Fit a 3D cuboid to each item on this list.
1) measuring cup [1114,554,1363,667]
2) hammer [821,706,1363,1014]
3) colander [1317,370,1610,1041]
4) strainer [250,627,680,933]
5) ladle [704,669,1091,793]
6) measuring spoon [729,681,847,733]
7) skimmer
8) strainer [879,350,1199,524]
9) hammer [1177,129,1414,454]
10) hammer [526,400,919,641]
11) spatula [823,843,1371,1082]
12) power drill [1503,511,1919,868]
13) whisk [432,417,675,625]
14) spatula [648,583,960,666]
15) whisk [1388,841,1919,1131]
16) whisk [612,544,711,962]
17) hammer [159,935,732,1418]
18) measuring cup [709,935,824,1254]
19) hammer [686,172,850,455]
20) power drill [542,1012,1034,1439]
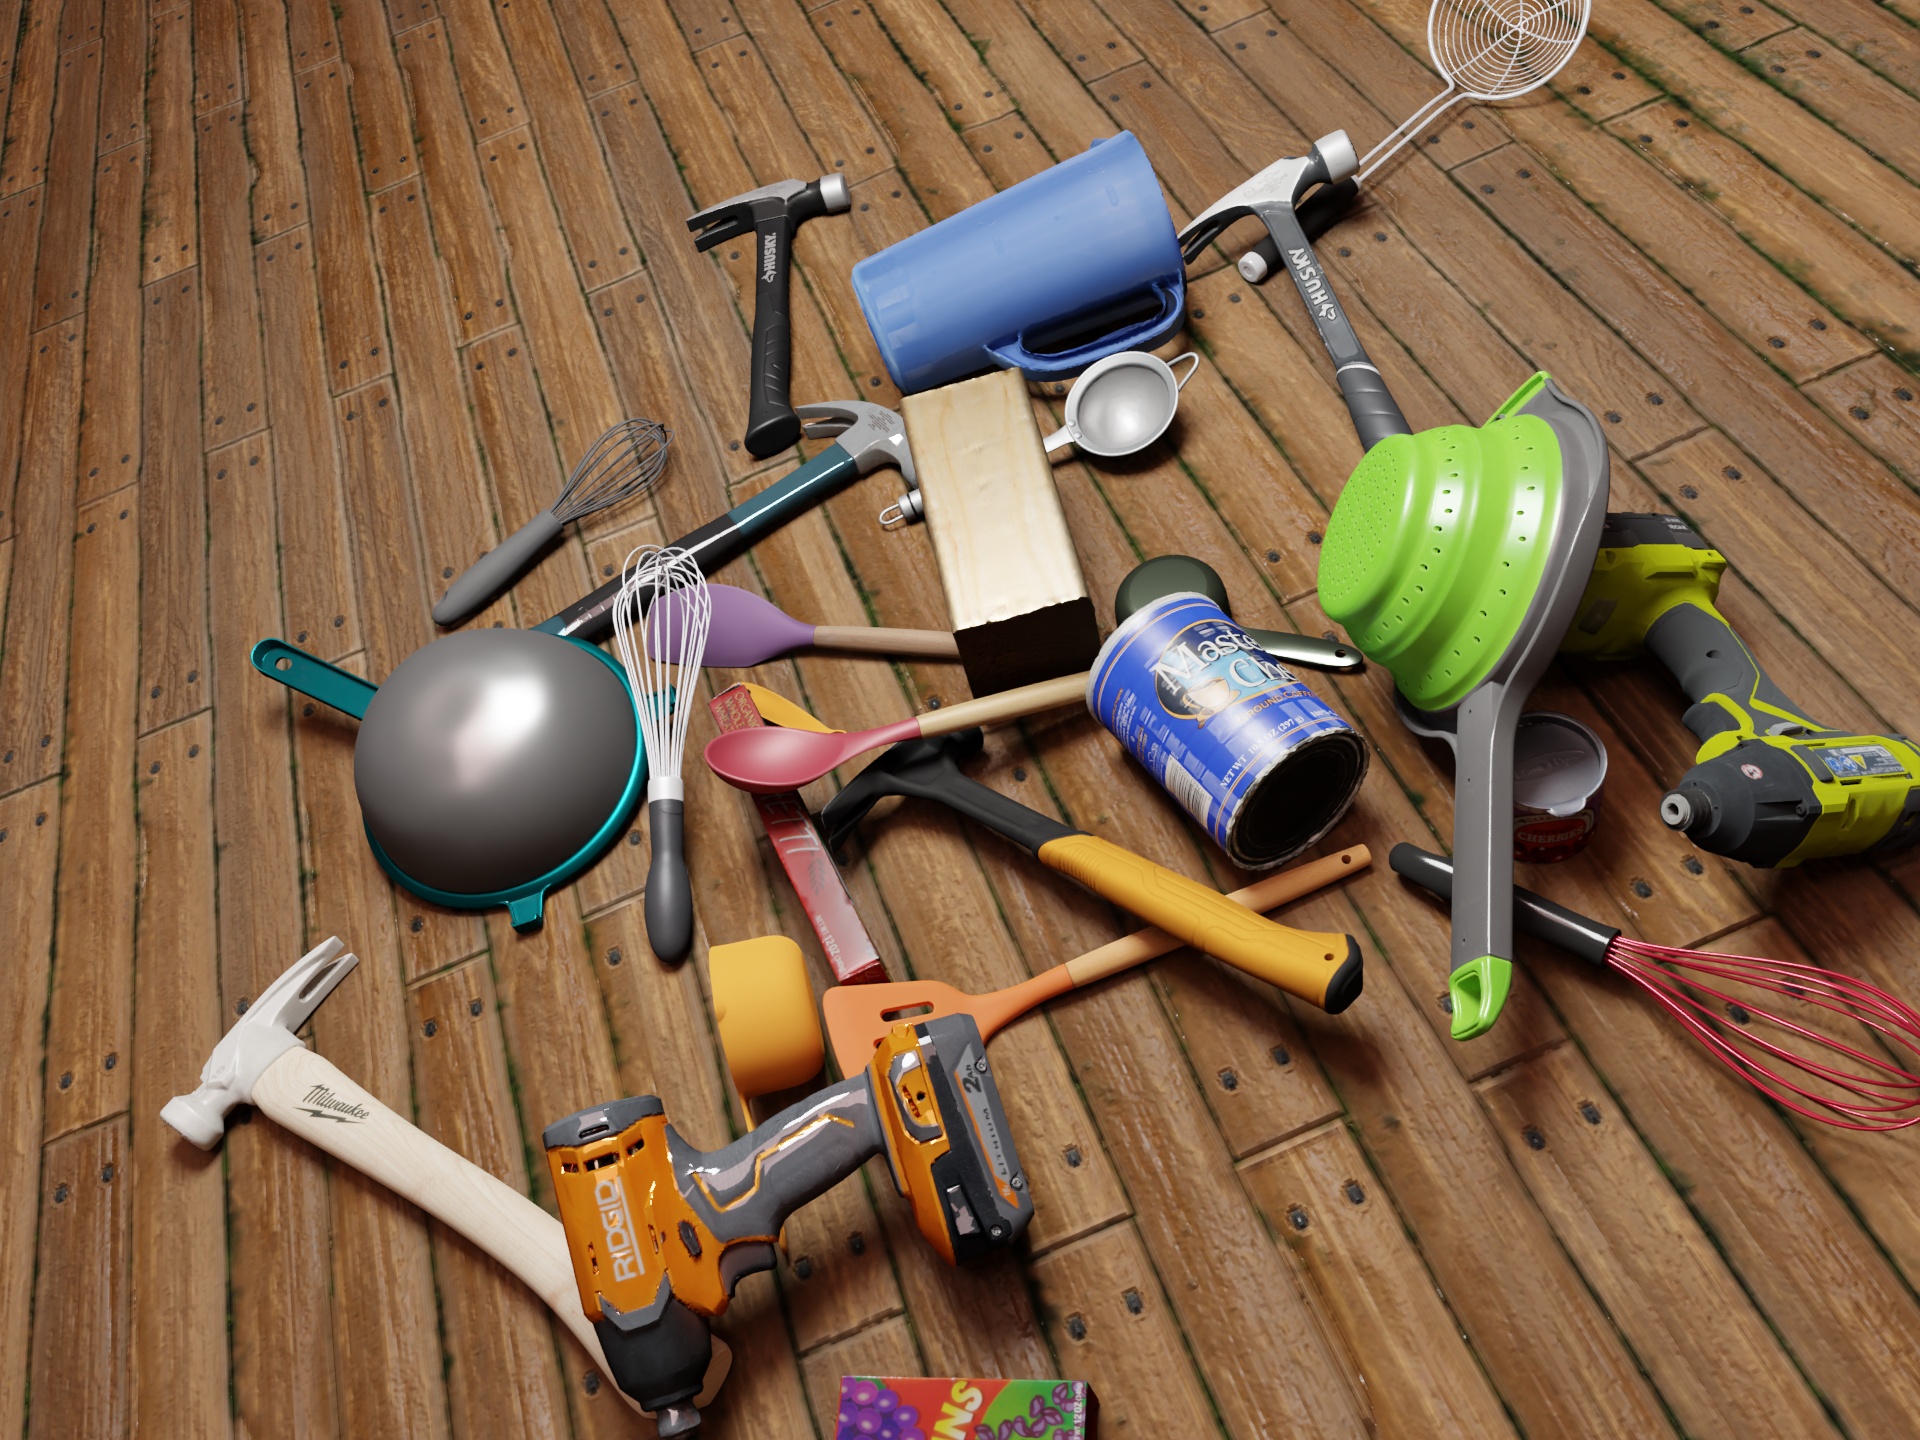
[{"bbox_3d":[0.177,-0.065,1.025,0.168,0.038,0.083,14,59,28],"label":"measuring cup"},{"bbox_3d":[0.073,0.086,0.906,0.337,0.034,0.127,24,49,37],"label":"hammer"},{"bbox_3d":[0.251,-0.027,0.859,0.094,0.204,0.397,17,60,-9],"label":"colander"},{"bbox_3d":[-0.377,-0.009,1.085,0.340,0.095,0.211,22,69,21],"label":"strainer"},{"bbox_3d":[-0.002,-0.003,0.992,0.315,0.031,0.069,-14,34,-8],"label":"ladle"},{"bbox_3d":[-0.118,-0.001,1.086,0.117,0.011,0.021,26,61,35],"label":"measuring spoon"},{"bbox_3d":[0.351,-0.482,1.257,0.363,0.090,0.127,-43,70,-14],"label":"skimmer"},{"bbox_3d":[0.058,-0.199,1.165,0.258,0.050,0.087,-23,61,6],"label":"strainer"},{"bbox_3d":[0.270,-0.256,1.126,0.149,0.036,0.409,-24,55,15],"label":"hammer"},{"bbox_3d":[-0.180,-0.138,1.193,0.331,0.033,0.128,-34,52,-10],"label":"hammer"},{"bbox_3d":[0.084,0.134,0.899,0.322,0.041,0.081,-22,66,-2],"label":"spatula"},{"bbox_3d":[0.398,-0.017,0.864,0.171,0.080,0.223,-2,44,-25],"label":"power drill"},{"bbox_3d":[-0.317,-0.155,1.242,0.239,0.055,0.055,-44,54,-12],"label":"whisk"},{"bbox_3d":[-0.076,-0.059,1.105,0.316,0.018,0.060,5,89,18],"label":"spatula"},{"bbox_3d":[0.352,0.126,0.816,0.296,0.073,0.073,25,64,37],"label":"whisk"},{"bbox_3d":[-0.192,0.016,1.030,0.070,0.070,0.285,-9,69,10],"label":"whisk"},{"bbox_3d":[-0.287,0.262,0.917,0.411,0.038,0.146,22,61,29],"label":"hammer"},{"bbox_3d":[-0.097,0.204,0.887,0.052,0.095,0.174,-15,69,-5],"label":"measuring cup"},{"bbox_3d":[-0.165,-0.347,1.349,0.146,0.035,0.335,-10,51,8],"label":"hammer"},{"bbox_3d":[-0.082,0.250,0.802,0.226,0.084,0.164,-16,74,-7],"label":"power drill"}]
